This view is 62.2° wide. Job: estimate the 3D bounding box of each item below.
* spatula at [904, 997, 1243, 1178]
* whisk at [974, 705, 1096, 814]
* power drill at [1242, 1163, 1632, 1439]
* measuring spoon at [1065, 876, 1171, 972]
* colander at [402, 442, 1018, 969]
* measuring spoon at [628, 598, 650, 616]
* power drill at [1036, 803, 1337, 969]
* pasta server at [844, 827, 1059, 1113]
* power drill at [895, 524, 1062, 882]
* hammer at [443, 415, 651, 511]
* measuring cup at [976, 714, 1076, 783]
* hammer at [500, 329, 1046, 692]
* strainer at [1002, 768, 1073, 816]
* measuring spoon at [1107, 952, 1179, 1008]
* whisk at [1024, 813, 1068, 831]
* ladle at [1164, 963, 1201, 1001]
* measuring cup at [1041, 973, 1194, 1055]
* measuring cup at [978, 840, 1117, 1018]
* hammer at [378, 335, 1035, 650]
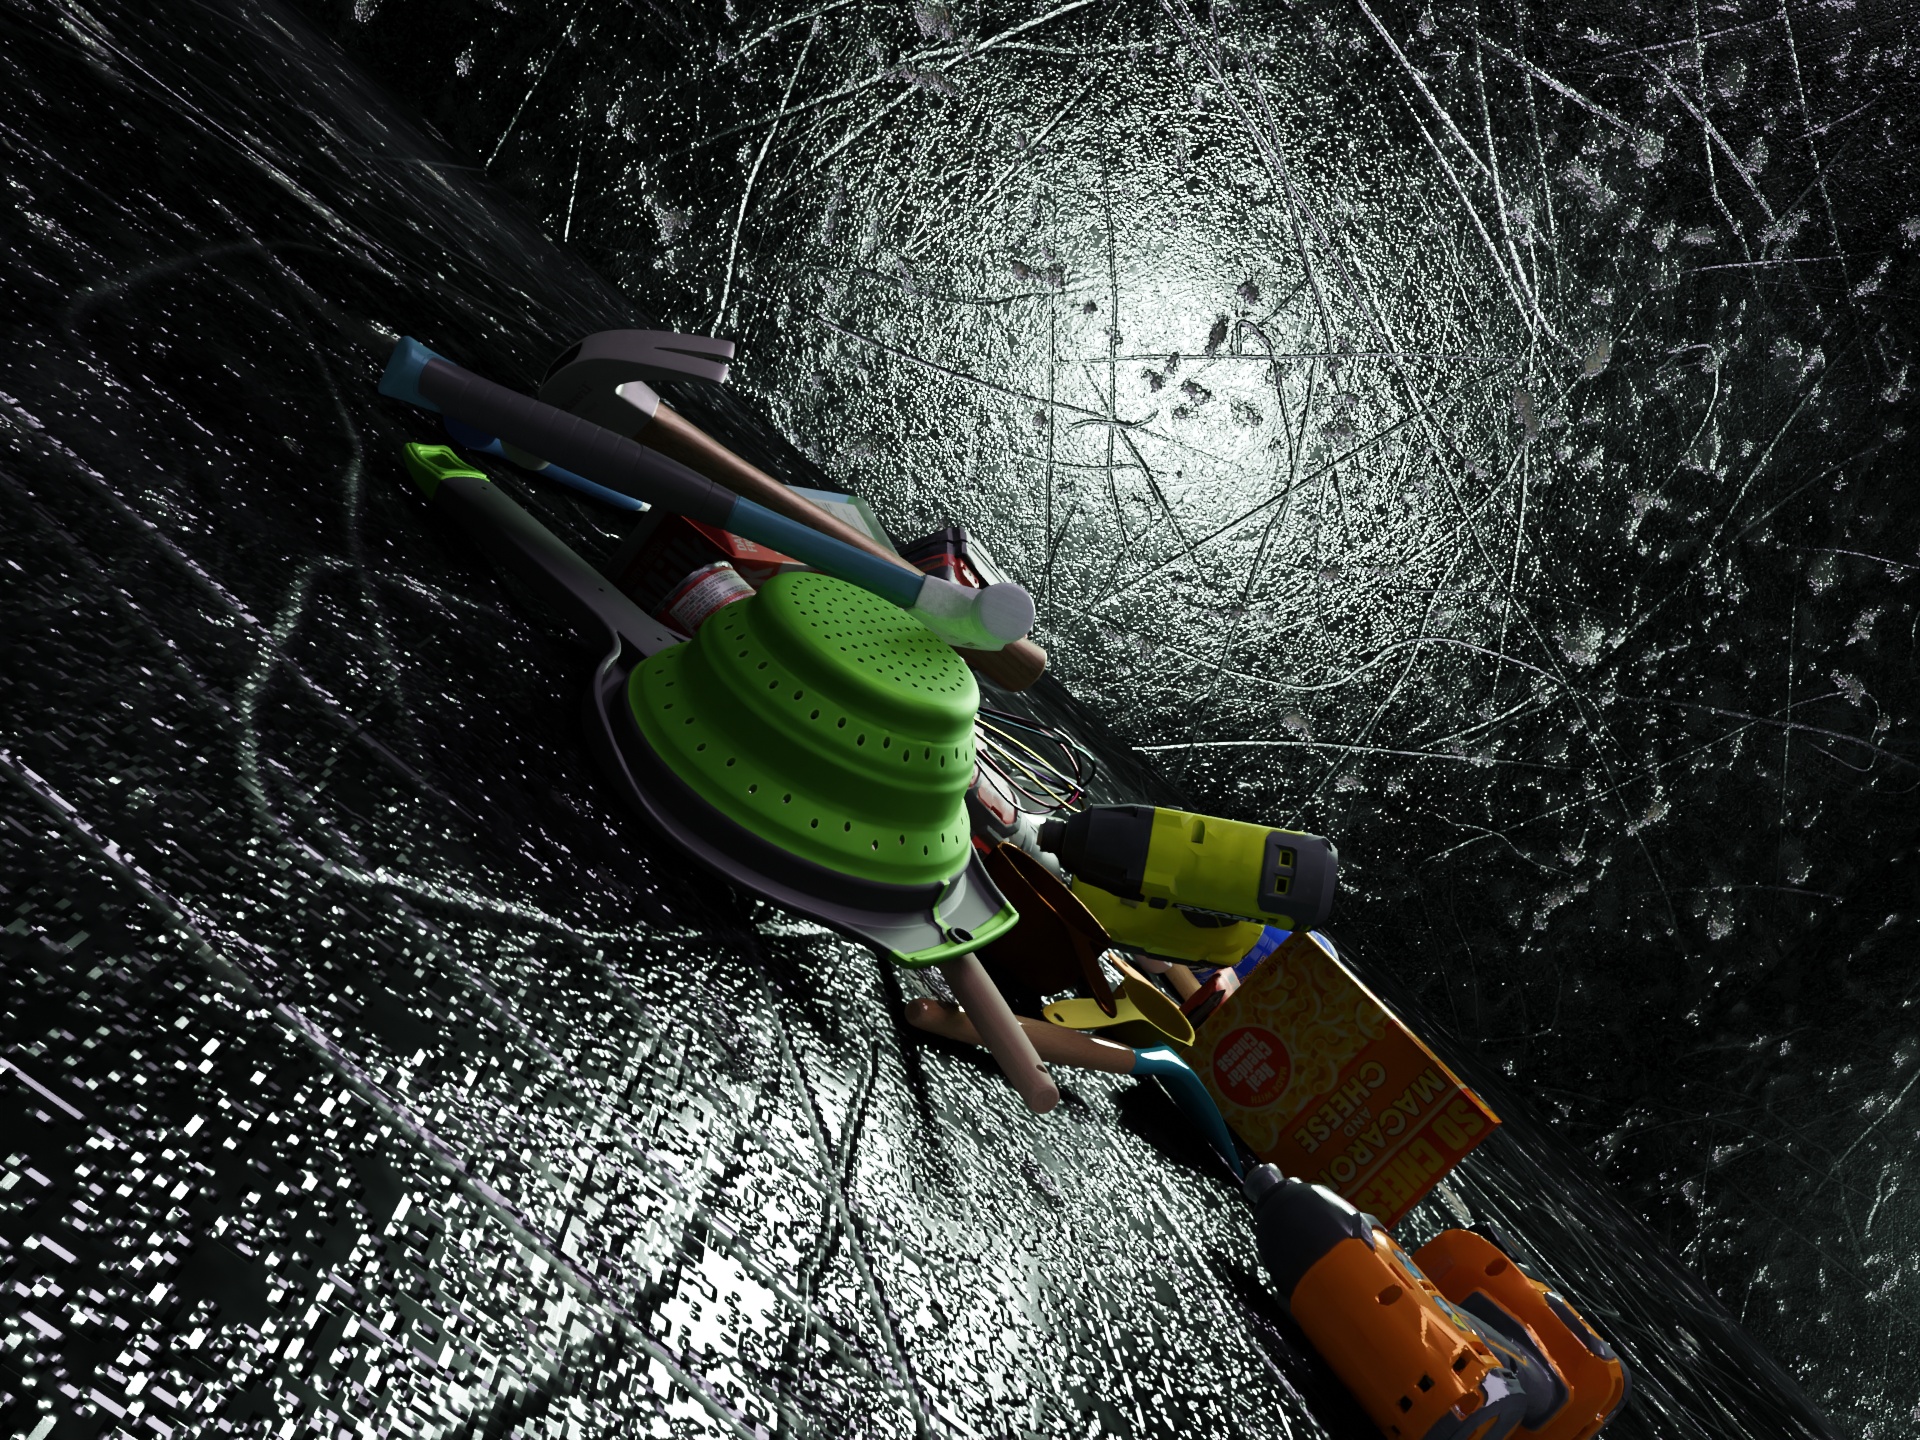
[{"bbox_3d":[0.065,0.181,0.817,0.317,0.044,0.082,27,17,-50],"label":"spatula"},{"bbox_3d":[0.000,-0.002,0.926,0.244,0.051,0.047,33,46,-39],"label":"whisk"},{"bbox_3d":[0.239,0.302,0.814,0.226,0.084,0.164,29,14,-47],"label":"power drill"},{"bbox_3d":[0.120,0.164,1.265,0.124,0.018,0.034,40,4,41],"label":"measuring spoon"},{"bbox_3d":[-0.118,-0.050,0.747,0.397,0.094,0.204,39,21,20],"label":"colander"},{"bbox_3d":[-0.162,-0.049,0.986,0.128,0.021,0.042,19,26,-50],"label":"measuring spoon"},{"bbox_3d":[0.132,0.101,1.010,0.171,0.080,0.223,10,-14,4],"label":"power drill"},{"bbox_3d":[-0.008,0.095,0.765,0.060,0.040,0.316,22,10,-22],"label":"pasta server"},{"bbox_3d":[0.009,0.004,1.071,0.187,0.080,0.227,46,31,-46],"label":"power drill"},{"bbox_3d":[-0.237,-0.162,1.144,0.144,0.035,0.405,45,8,17],"label":"hammer"},{"bbox_3d":[0.021,0.008,1.292,0.167,0.038,0.083,20,1,6],"label":"measuring cup"},{"bbox_3d":[-0.079,-0.105,0.880,0.331,0.130,0.031,31,47,-29],"label":"hammer"},{"bbox_3d":[0.051,0.063,1.361,0.087,0.050,0.258,13,0,3],"label":"strainer"},{"bbox_3d":[0.151,0.203,1.186,0.116,0.011,0.021,39,8,-25],"label":"measuring spoon"},{"bbox_3d":[0.080,0.091,1.267,0.059,0.058,0.246,-4,-11,34],"label":"whisk"},{"bbox_3d":[0.155,0.179,1.306,0.069,0.031,0.316,31,14,-39],"label":"ladle"},{"bbox_3d":[0.086,0.182,0.944,0.062,0.029,0.156,47,20,31],"label":"measuring cup"},{"bbox_3d":[0.045,0.132,0.878,0.095,0.052,0.174,40,9,-21],"label":"measuring cup"},{"bbox_3d":[-0.127,-0.109,0.791,0.331,0.033,0.128,23,-5,-11],"label":"hammer"}]
